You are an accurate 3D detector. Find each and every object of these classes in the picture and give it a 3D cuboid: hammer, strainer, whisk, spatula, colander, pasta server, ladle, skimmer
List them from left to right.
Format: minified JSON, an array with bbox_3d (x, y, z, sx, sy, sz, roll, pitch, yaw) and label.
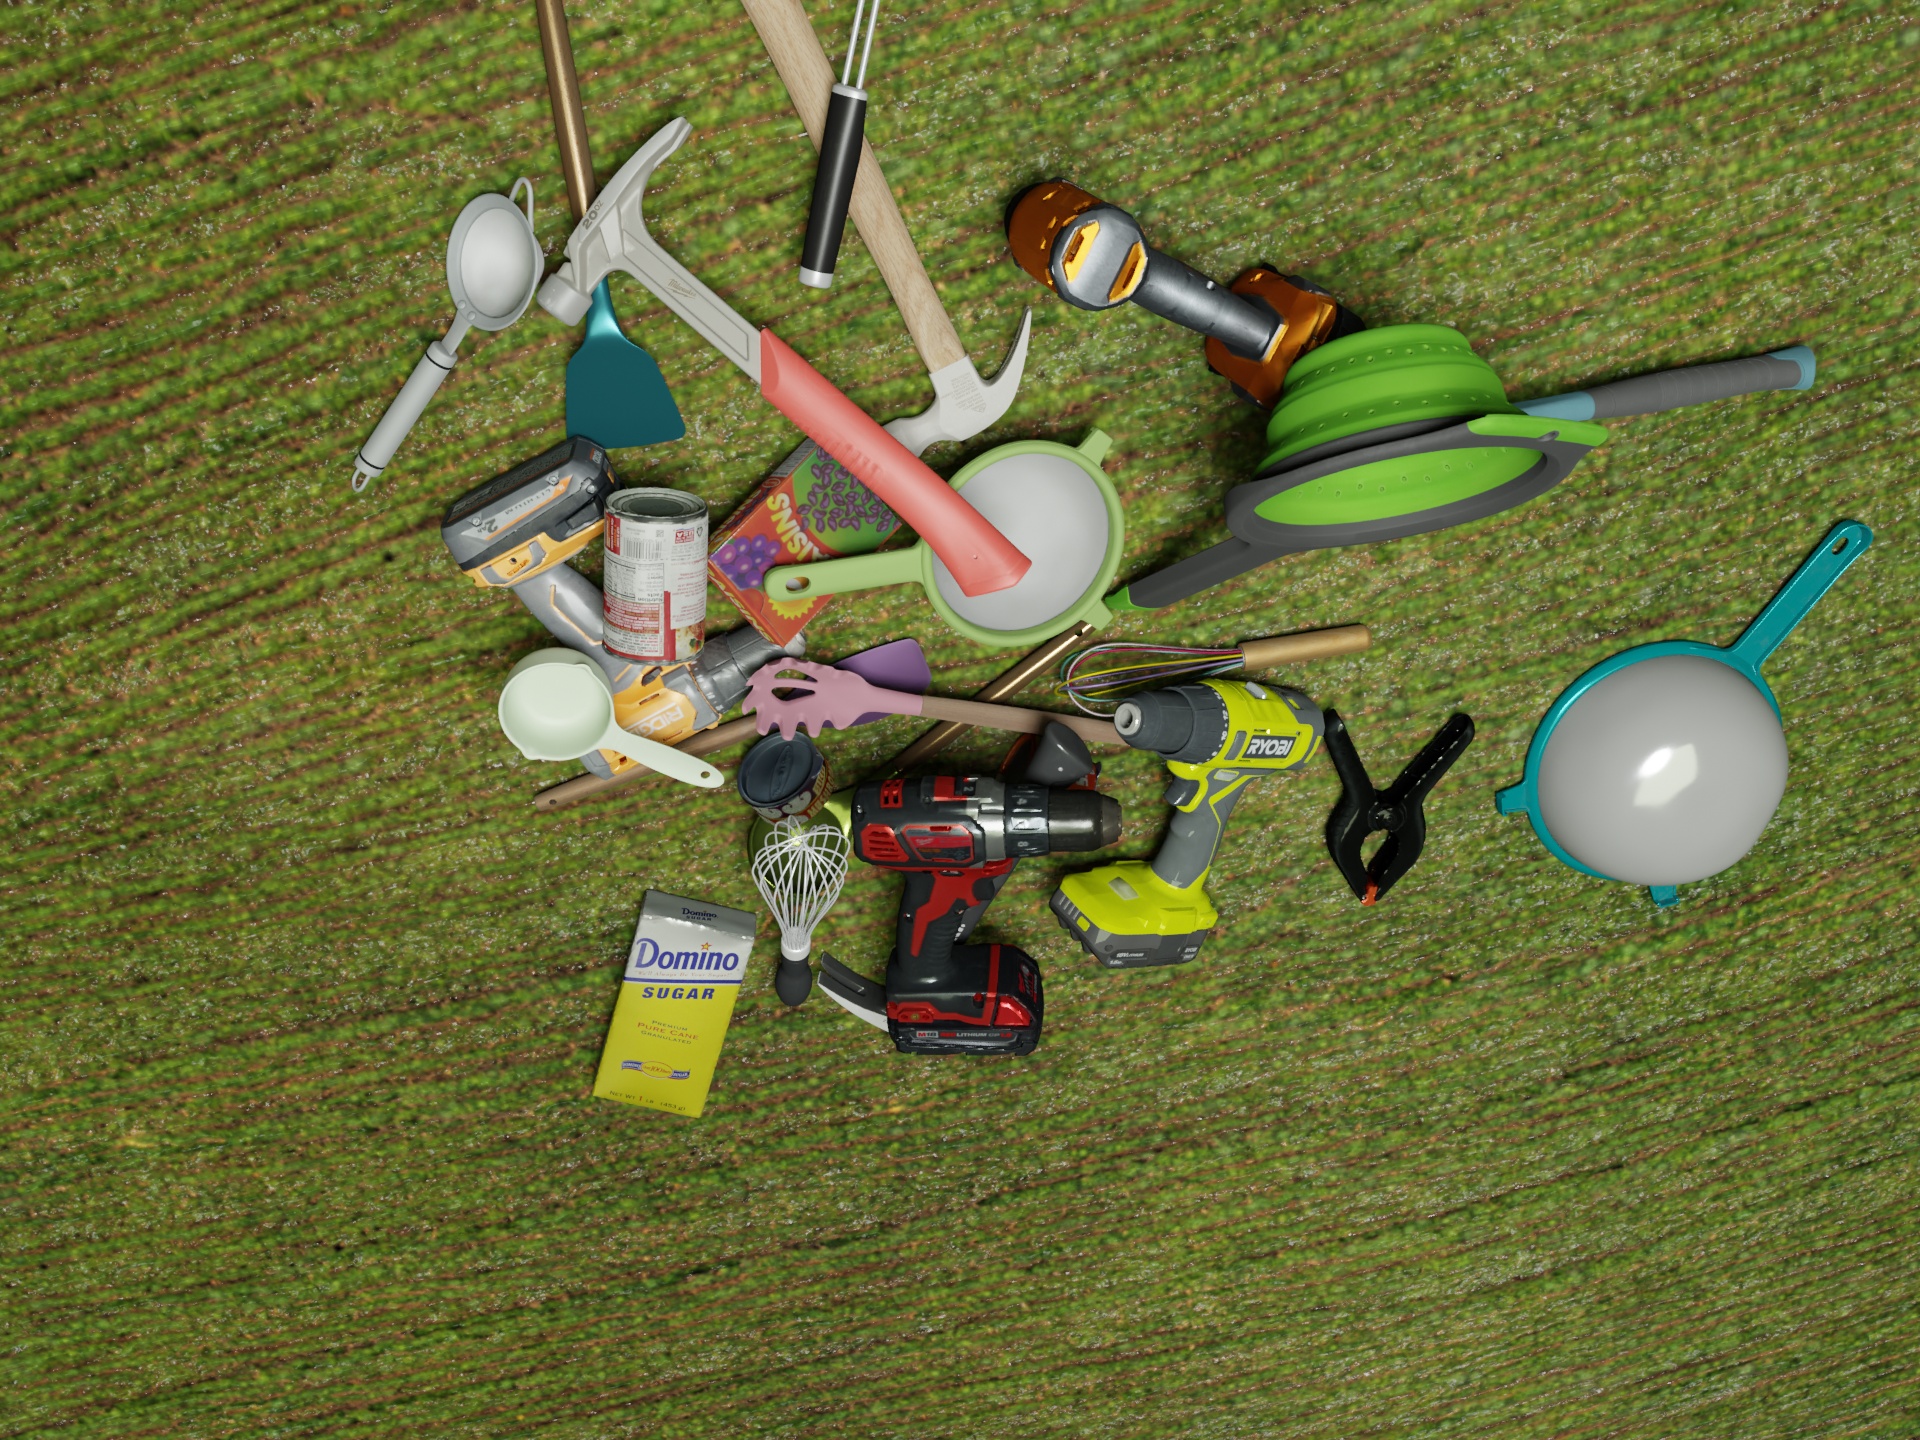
[{"bbox_3d":[-0.341,-0.251,1.062,0.258,0.050,0.087,-47,71,21],"label":"strainer"},{"bbox_3d":[-0.246,-0.334,1.045,0.082,0.044,0.317,-6,109,-1],"label":"spatula"},{"bbox_3d":[-0.173,0.012,1.201,0.316,0.018,0.059,-19,122,3],"label":"spatula"},{"bbox_3d":[-0.123,0.152,1.181,0.070,0.070,0.284,3,148,-6],"label":"whisk"},{"bbox_3d":[-0.092,-0.214,1.026,0.359,0.037,0.149,40,100,-5],"label":"hammer"},{"bbox_3d":[-0.069,-0.438,0.943,0.127,0.090,0.363,25,116,21],"label":"skimmer"},{"bbox_3d":[-0.056,-0.340,1.052,0.130,0.031,0.331,-25,113,6],"label":"hammer"},{"bbox_3d":[-0.027,0.023,1.199,0.320,0.062,0.078,-37,95,8],"label":"ladle"},{"bbox_3d":[-0.015,-0.123,1.113,0.256,0.069,0.151,-11,119,-13],"label":"strainer"},{"bbox_3d":[-0.002,-0.004,1.161,0.316,0.040,0.060,8,114,-13],"label":"pasta server"},{"bbox_3d":[0.007,0.128,1.211,0.146,0.035,0.334,21,126,-11],"label":"hammer"},{"bbox_3d":[0.189,-0.044,1.200,0.245,0.051,0.047,-9,135,-5],"label":"whisk"},{"bbox_3d":[0.214,-0.159,1.024,0.204,0.397,0.094,-1,79,-31],"label":"colander"},{"bbox_3d":[0.448,-0.222,1.110,0.331,0.128,0.033,-11,116,-10],"label":"hammer"},{"bbox_3d":[0.592,0.001,1.218,0.211,0.095,0.340,29,109,-15],"label":"strainer"}]

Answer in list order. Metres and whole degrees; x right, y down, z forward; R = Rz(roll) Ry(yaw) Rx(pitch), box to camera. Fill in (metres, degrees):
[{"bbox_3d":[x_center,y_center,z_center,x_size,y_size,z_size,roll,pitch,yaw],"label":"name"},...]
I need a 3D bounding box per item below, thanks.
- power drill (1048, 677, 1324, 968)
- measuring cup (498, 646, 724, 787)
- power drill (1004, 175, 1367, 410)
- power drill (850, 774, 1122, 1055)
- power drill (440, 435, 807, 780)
[{"bbox_3d":[0.156,0.071,1.188,0.190,0.080,0.228,3,120,-41],"label":"power drill"},{"bbox_3d":[-0.240,0.004,1.109,0.167,0.038,0.083,26,111,-26],"label":"measuring cup"},{"bbox_3d":[0.134,-0.284,1.038,0.226,0.164,0.084,18,111,-25],"label":"power drill"},{"bbox_3d":[0.022,0.136,1.149,0.188,0.080,0.226,-1,124,4],"label":"power drill"},{"bbox_3d":[-0.232,-0.085,1.123,0.185,0.084,0.226,-27,117,4],"label":"power drill"}]
